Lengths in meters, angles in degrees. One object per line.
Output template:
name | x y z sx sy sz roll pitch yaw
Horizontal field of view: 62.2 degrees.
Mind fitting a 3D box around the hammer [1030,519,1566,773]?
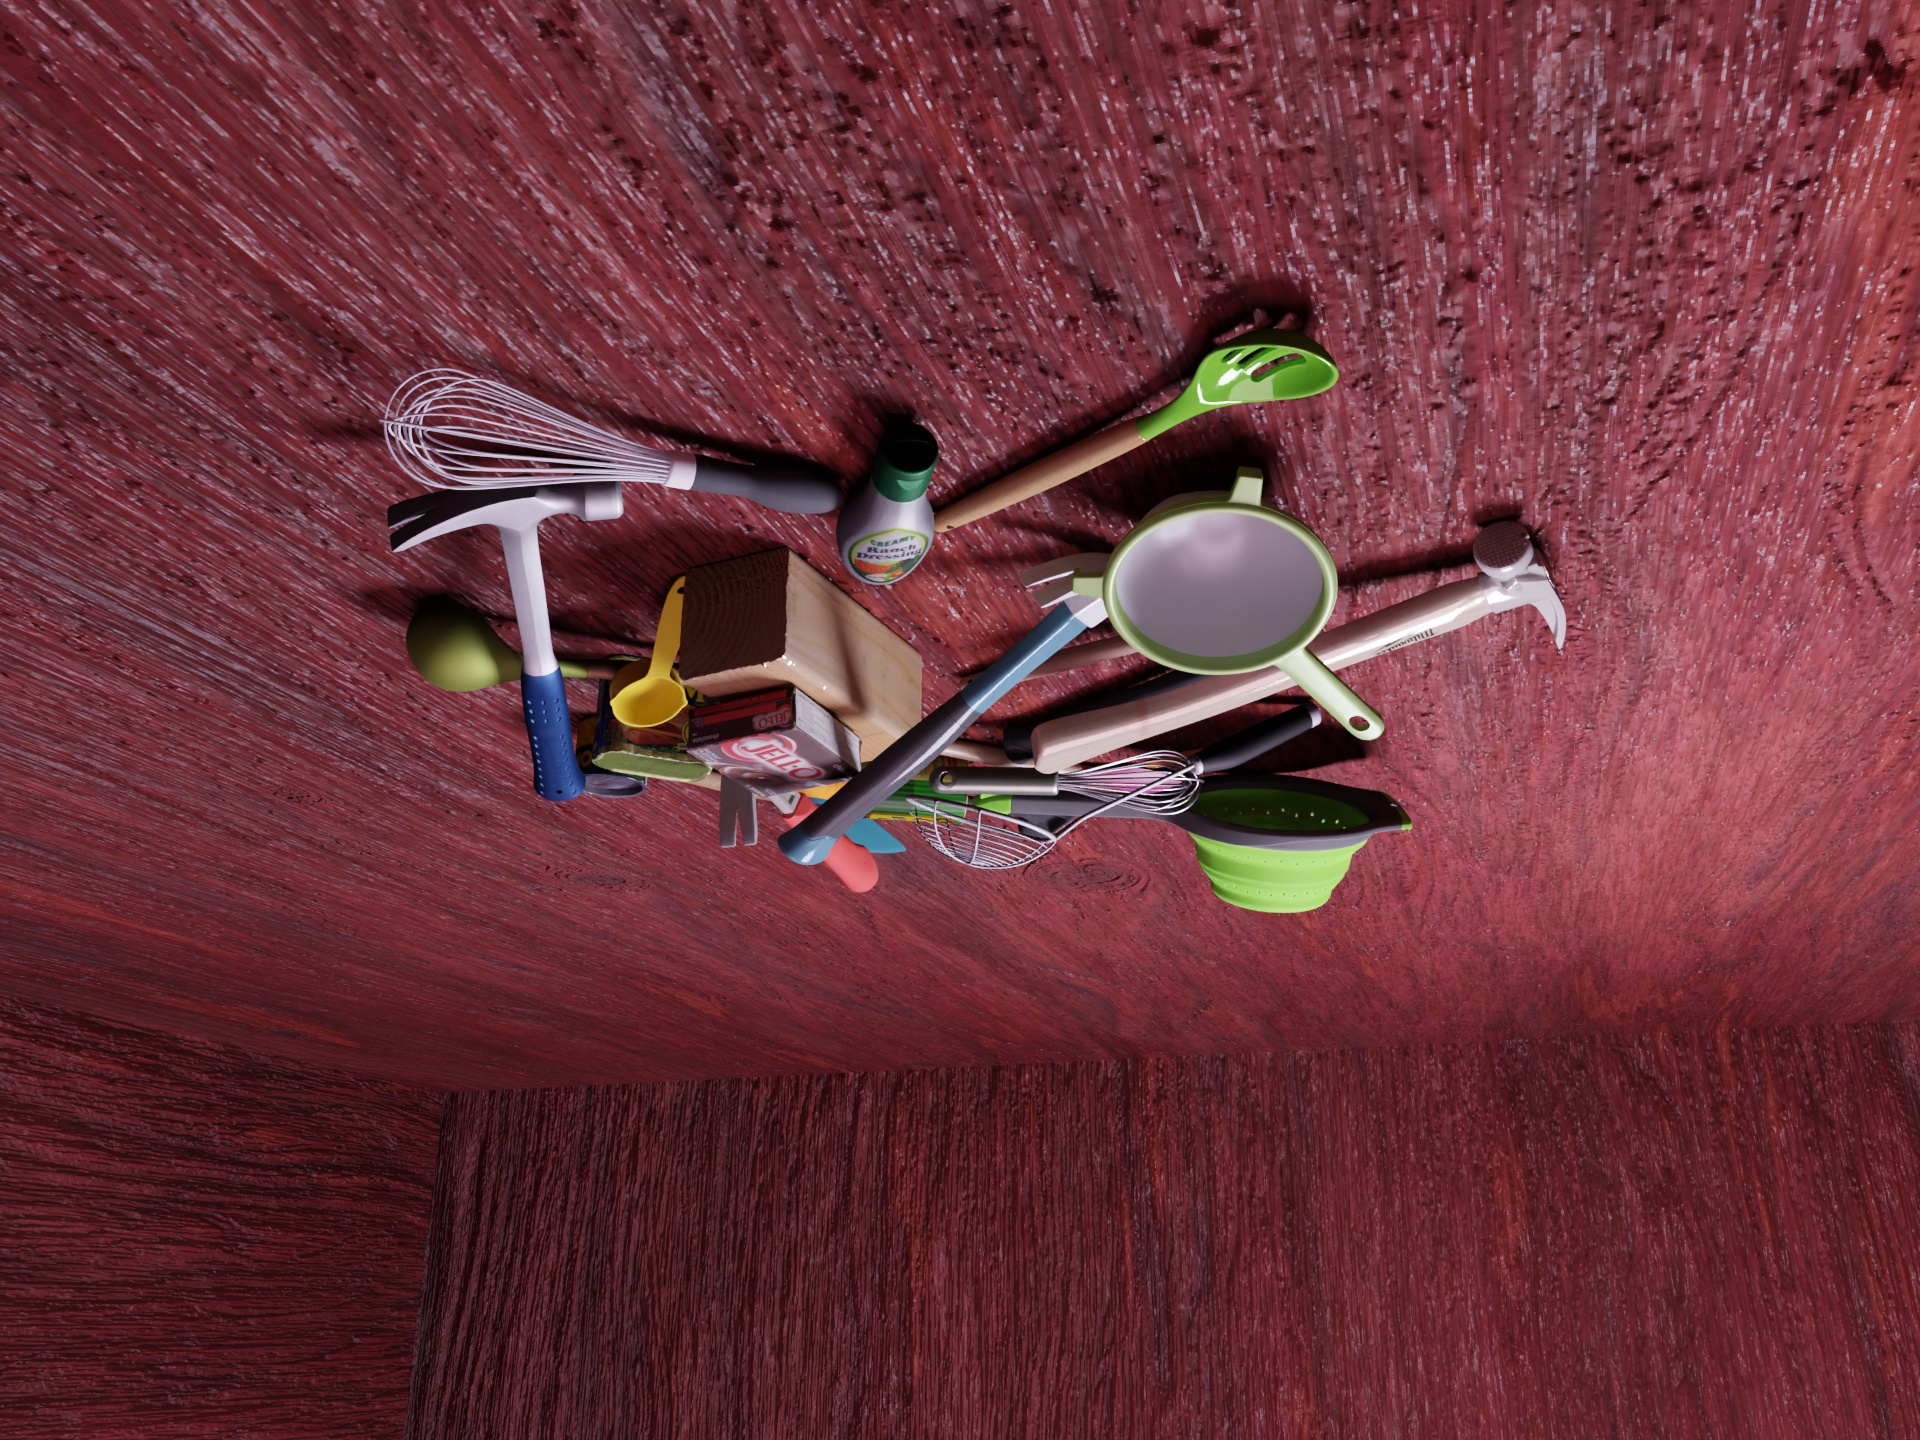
hammer | 0.242 -0.033 1.201 0.410 0.038 0.146 -21 148 25

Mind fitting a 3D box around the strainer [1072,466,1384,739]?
strainer | 0.207 -0.077 1.076 0.151 0.069 0.256 -30 126 34

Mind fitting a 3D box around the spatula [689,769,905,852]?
spatula | -0.200 0.080 1.582 0.317 0.044 0.082 16 166 -32

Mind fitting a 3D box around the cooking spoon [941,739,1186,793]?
cooking spoon | 0.090 0.045 1.521 0.318 0.017 0.069 12 162 -25

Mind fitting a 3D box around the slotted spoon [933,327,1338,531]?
slotted spoon | 0.090 -0.169 0.960 0.070 0.031 0.314 19 154 -39

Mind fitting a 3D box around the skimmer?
skimmer | 0.134 0.034 1.341 0.363 0.090 0.127 -23 179 -13

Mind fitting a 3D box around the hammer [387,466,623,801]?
hammer | -0.312 -0.045 1.155 0.144 0.035 0.405 -8 152 -14

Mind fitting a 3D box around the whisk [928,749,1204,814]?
whisk | 0.094 0.054 1.421 0.246 0.058 0.059 0 172 8

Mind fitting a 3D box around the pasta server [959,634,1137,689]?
pasta server | 0.113 -0.058 1.227 0.316 0.060 0.040 -13 163 41

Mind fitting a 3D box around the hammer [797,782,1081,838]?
hammer | -0.048 0.073 1.574 0.336 0.034 0.127 7 159 -18

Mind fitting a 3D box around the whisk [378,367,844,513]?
whisk | -0.201 -0.156 0.959 0.284 0.070 0.070 6 159 -27

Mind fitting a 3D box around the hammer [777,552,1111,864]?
hammer | -0.002 -0.004 1.159 0.331 0.033 0.128 -40 148 13

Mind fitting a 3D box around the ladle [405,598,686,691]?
ladle | -0.273 -0.049 1.266 0.320 0.062 0.078 3 140 -27

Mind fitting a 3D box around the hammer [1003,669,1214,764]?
hammer | 0.157 -0.018 1.338 0.146 0.035 0.335 17 153 -36

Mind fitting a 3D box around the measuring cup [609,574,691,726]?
measuring cup | -0.229 -0.058 1.213 0.062 0.029 0.156 1 135 -28

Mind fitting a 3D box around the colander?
colander | 0.208 0.115 1.475 0.397 0.094 0.204 2 -167 1

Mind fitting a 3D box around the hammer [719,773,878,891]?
hammer | -0.142 0.100 1.460 0.037 0.149 0.358 -6 155 12

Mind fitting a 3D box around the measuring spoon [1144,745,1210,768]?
measuring spoon | 0.223 0.035 1.503 0.117 0.011 0.021 -16 154 37
